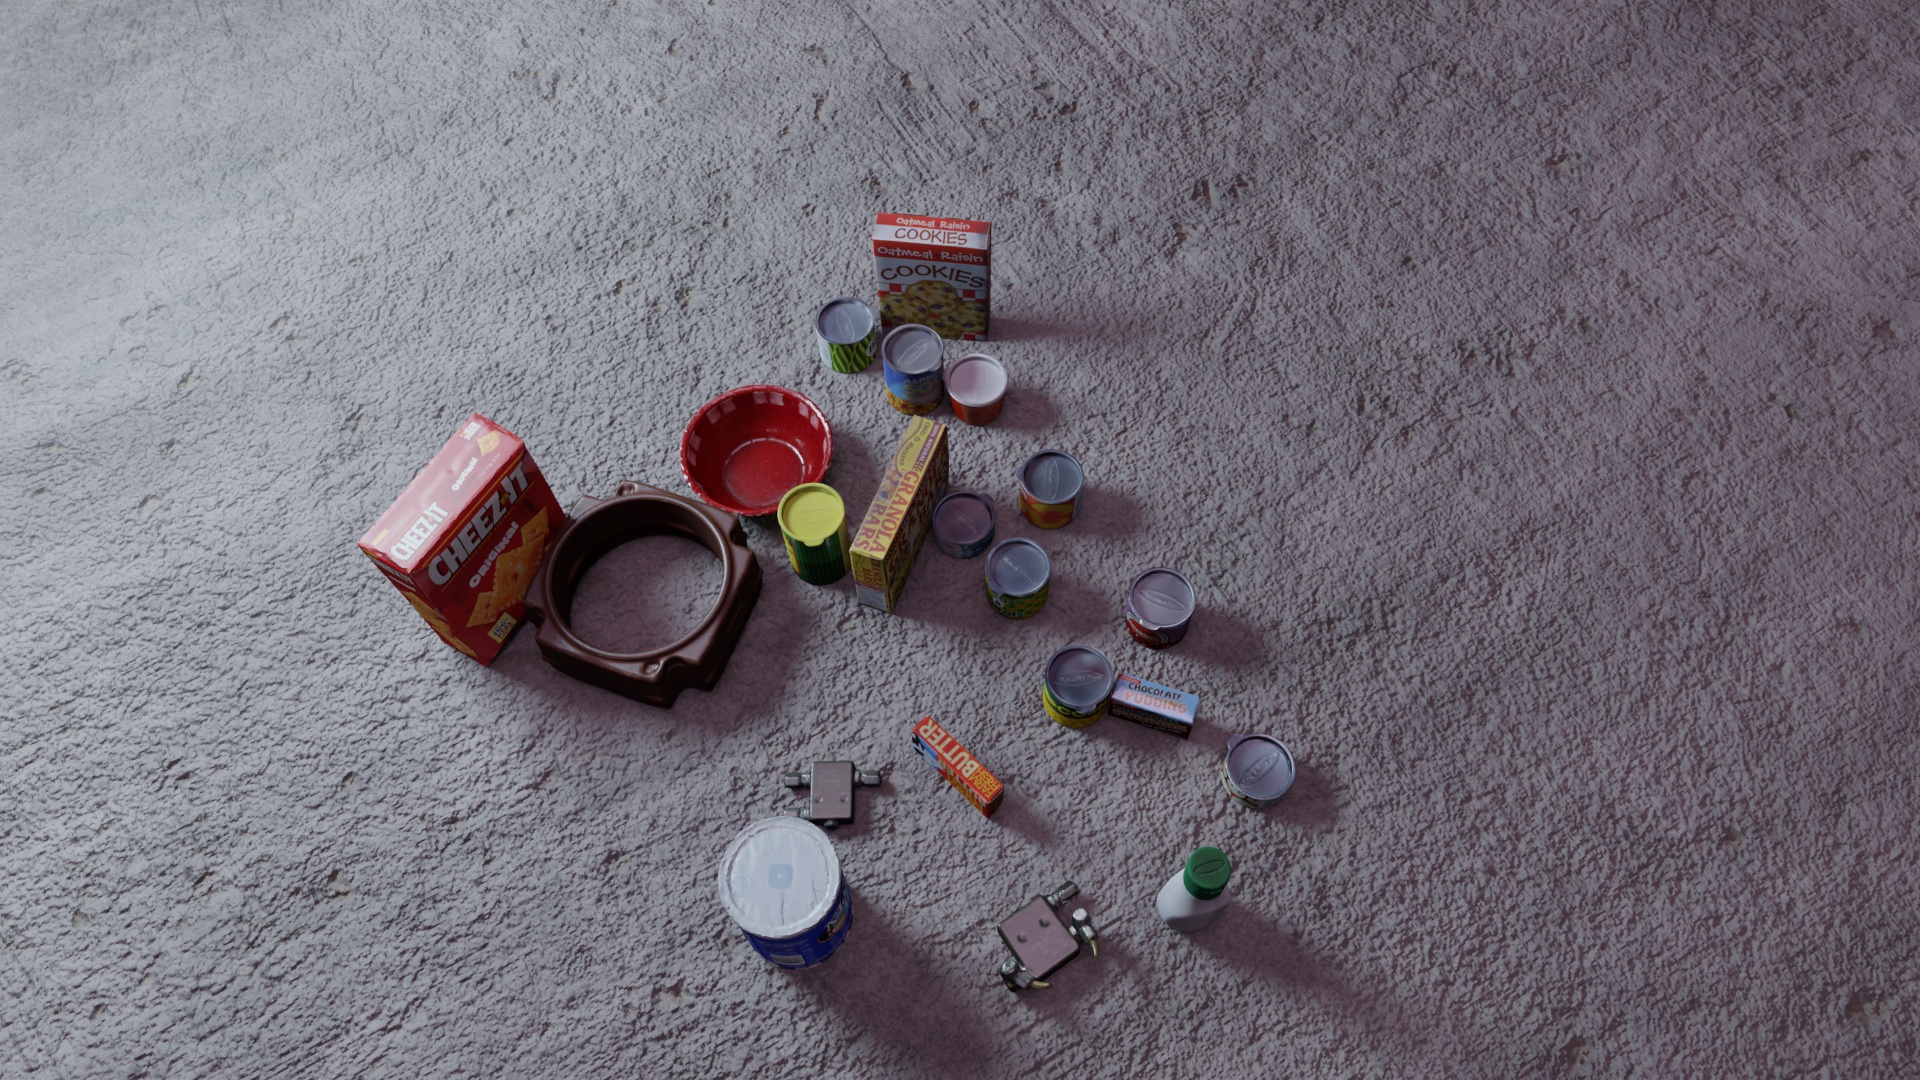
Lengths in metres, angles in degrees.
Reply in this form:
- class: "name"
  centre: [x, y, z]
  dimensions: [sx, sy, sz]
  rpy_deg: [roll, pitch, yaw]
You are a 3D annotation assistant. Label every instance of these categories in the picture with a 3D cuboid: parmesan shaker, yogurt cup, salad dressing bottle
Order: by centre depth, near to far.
- class: "salad dressing bottle"
  centre: [0.208, 0.305, 1.214]
  dimensions: [0.064, 0.147, 0.044]
  rpy_deg: [-14, 63, -7]
- class: "parmesan shaker"
  centre: [-0.146, -0.002, 1.408]
  dimensions: [0.071, 0.102, 0.071]
  rpy_deg: [0, 62, 1]
- class: "yogurt cup"
  centre: [0.018, -0.162, 1.520]
  dimensions: [0.072, 0.053, 0.073]
  rpy_deg: [0, 62, 1]

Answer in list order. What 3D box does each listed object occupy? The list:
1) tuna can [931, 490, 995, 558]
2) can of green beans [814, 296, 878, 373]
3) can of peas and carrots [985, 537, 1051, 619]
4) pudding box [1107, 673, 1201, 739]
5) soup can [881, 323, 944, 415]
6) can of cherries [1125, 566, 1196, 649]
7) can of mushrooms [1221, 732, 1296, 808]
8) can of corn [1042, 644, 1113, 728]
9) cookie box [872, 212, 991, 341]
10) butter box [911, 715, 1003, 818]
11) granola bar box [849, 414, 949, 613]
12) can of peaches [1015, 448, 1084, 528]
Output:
- class: "tuna can"
  centre: [0.005, -0.018, 1.455]
  dimensions: [0.071, 0.032, 0.071]
  rpy_deg: [0, 62, 1]
- class: "can of green beans"
  centre: [-0.127, -0.230, 1.556]
  dimensions: [0.071, 0.057, 0.071]
  rpy_deg: [0, 62, 1]
- class: "can of peas and carrots"
  centre: [0.056, 0.041, 1.408]
  dimensions: [0.071, 0.058, 0.071]
  rpy_deg: [0, 62, 1]
- class: "pudding box"
  centre: [0.188, 0.161, 1.347]
  dimensions: [0.084, 0.049, 0.030]
  rpy_deg: [17, 64, 10]
- class: "soup can"
  centre: [-0.049, -0.184, 1.515]
  dimensions: [0.071, 0.083, 0.071]
  rpy_deg: [0, 62, 1]
- class: "can of cherries"
  centre: [0.198, 0.070, 1.390]
  dimensions: [0.071, 0.058, 0.072]
  rpy_deg: [0, 62, 1]
- class: "can of mushrooms"
  centre: [0.282, 0.218, 1.324]
  dimensions: [0.071, 0.033, 0.071]
  rpy_deg: [0, 62, 1]
- class: "can of corn"
  centre: [0.114, 0.145, 1.351]
  dimensions: [0.071, 0.058, 0.071]
  rpy_deg: [0, 62, 1]
- class: "cookie box"
  centre: [-0.029, -0.287, 1.524]
  dimensions: [0.123, 0.166, 0.040]
  rpy_deg: [5, 62, 4]
- class: "butter box"
  centre: [-0.003, 0.215, 1.318]
  dimensions: [0.104, 0.053, 0.024]
  rpy_deg: [41, 70, 20]
- class: "granola bar box"
  centre: [-0.058, -0.025, 1.408]
  dimensions: [0.039, 0.123, 0.166]
  rpy_deg: [18, 64, 10]
- class: "can of peaches"
  centre: [0.093, -0.054, 1.458]
  dimensions: [0.071, 0.057, 0.071]
  rpy_deg: [0, 62, 1]
